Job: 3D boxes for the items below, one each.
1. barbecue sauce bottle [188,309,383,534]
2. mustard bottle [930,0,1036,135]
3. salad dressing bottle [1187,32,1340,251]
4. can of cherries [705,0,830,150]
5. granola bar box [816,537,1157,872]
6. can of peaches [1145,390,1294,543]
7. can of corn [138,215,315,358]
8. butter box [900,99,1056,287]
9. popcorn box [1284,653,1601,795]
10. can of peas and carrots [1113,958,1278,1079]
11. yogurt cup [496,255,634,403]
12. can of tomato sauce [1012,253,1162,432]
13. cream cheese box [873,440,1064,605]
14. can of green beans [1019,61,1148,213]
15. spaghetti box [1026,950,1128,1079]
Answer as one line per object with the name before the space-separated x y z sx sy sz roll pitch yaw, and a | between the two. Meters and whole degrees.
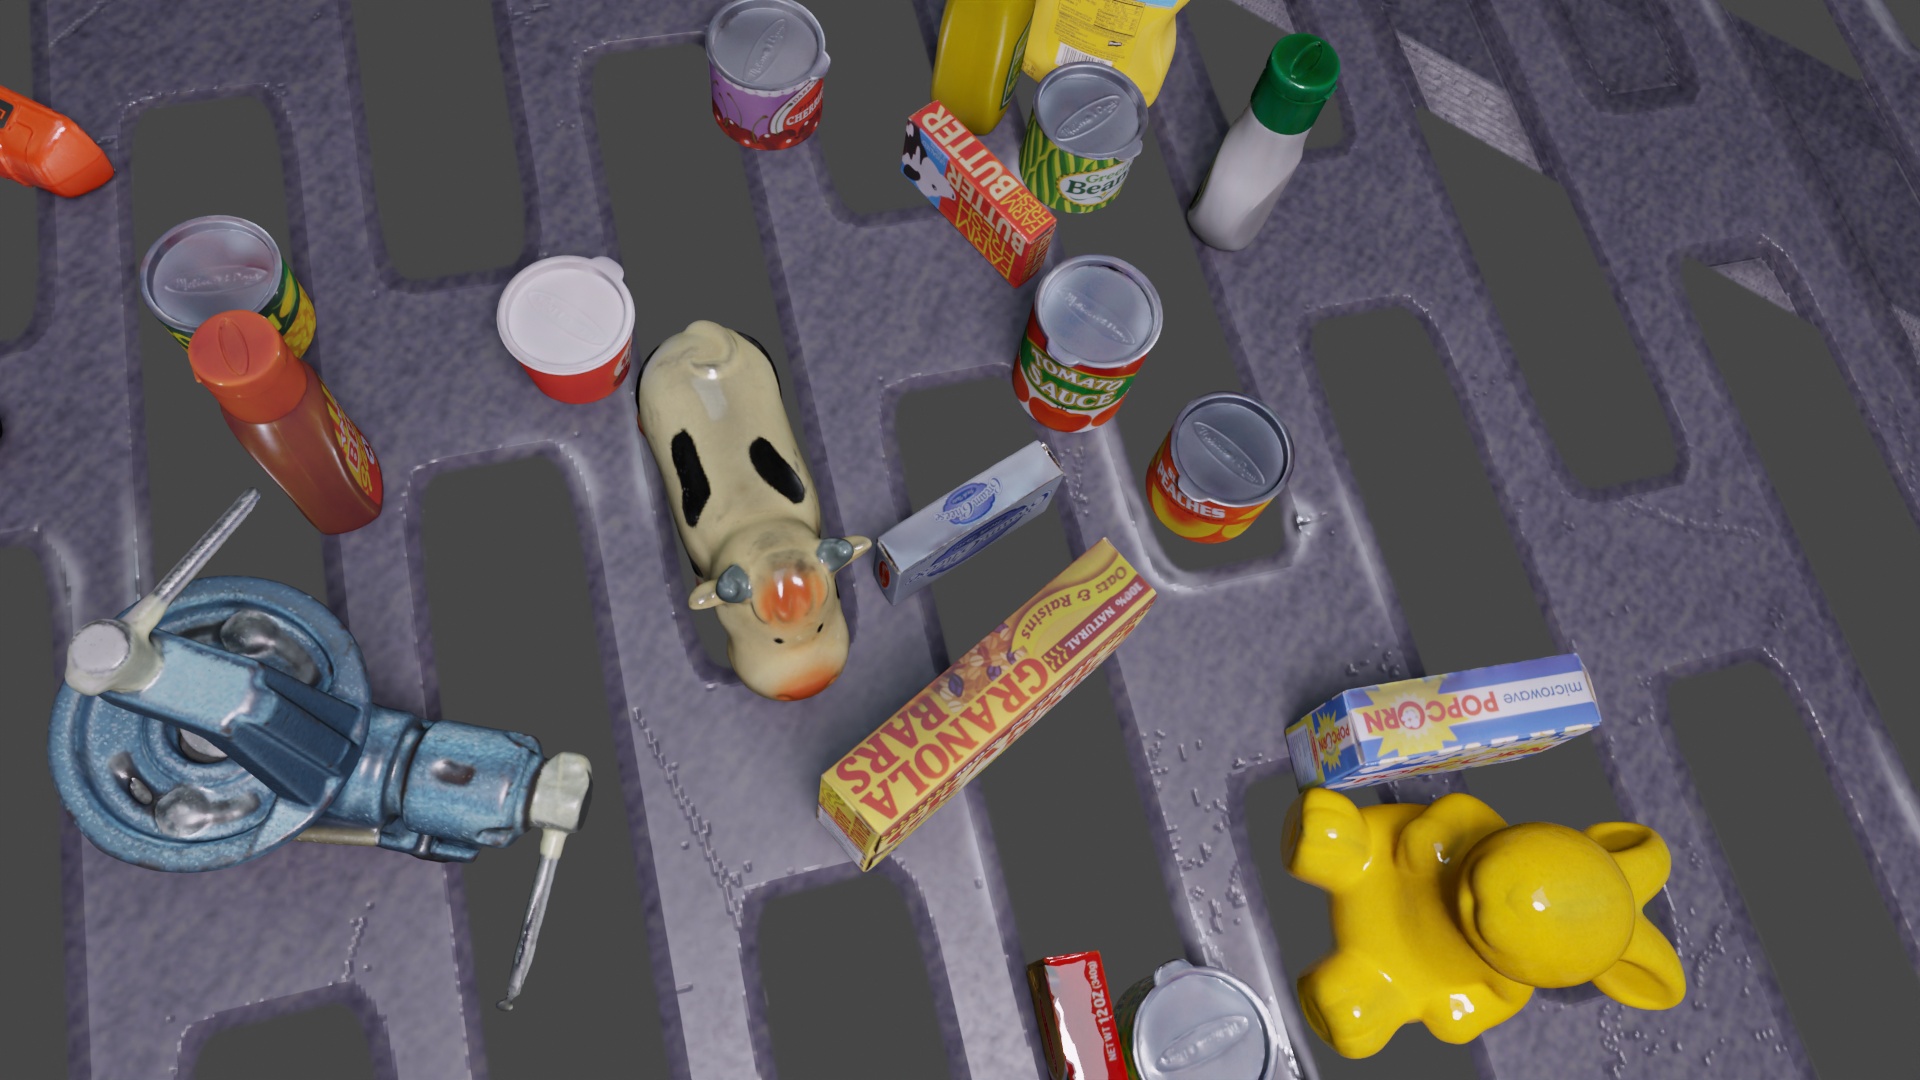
barbecue sauce bottle | -0.311 -0.055 0.644 0.044 0.148 0.065 -21 74 -14
mustard bottle | 0.016 -0.293 0.769 0.049 0.159 0.065 19 69 0
salad dressing bottle | 0.166 -0.217 0.766 0.044 0.147 0.064 37 70 7
can of cherries | -0.109 -0.266 0.797 0.071 0.058 0.072 2 70 -6
granola bar box | 0.009 0.080 0.647 0.166 0.123 0.039 -39 79 -18
can of peaches | 0.135 -0.037 0.742 0.071 0.058 0.071 2 70 -6
can of corn | -0.372 -0.120 0.709 0.071 0.058 0.071 2 70 -6
butter box | 0.009 -0.196 0.789 0.024 0.053 0.103 -39 79 -18
popcorn box | 0.237 0.093 0.692 0.127 0.085 0.038 -8 71 -10
can of peas and carrots | 0.103 0.229 0.638 0.071 0.058 0.071 2 70 -6
yogurt cup | -0.203 -0.107 0.728 0.072 0.053 0.072 2 70 -6
can of tomato sauce | 0.065 -0.102 0.745 0.071 0.082 0.071 2 70 -6
cream cheese box | 0.003 -0.009 0.718 0.104 0.053 0.024 -32 77 -17
can of green beans | 0.070 -0.233 0.808 0.071 0.057 0.071 2 70 -6
spaghetti box | 0.072 0.309 0.609 0.029 0.050 0.250 -9 71 -10
